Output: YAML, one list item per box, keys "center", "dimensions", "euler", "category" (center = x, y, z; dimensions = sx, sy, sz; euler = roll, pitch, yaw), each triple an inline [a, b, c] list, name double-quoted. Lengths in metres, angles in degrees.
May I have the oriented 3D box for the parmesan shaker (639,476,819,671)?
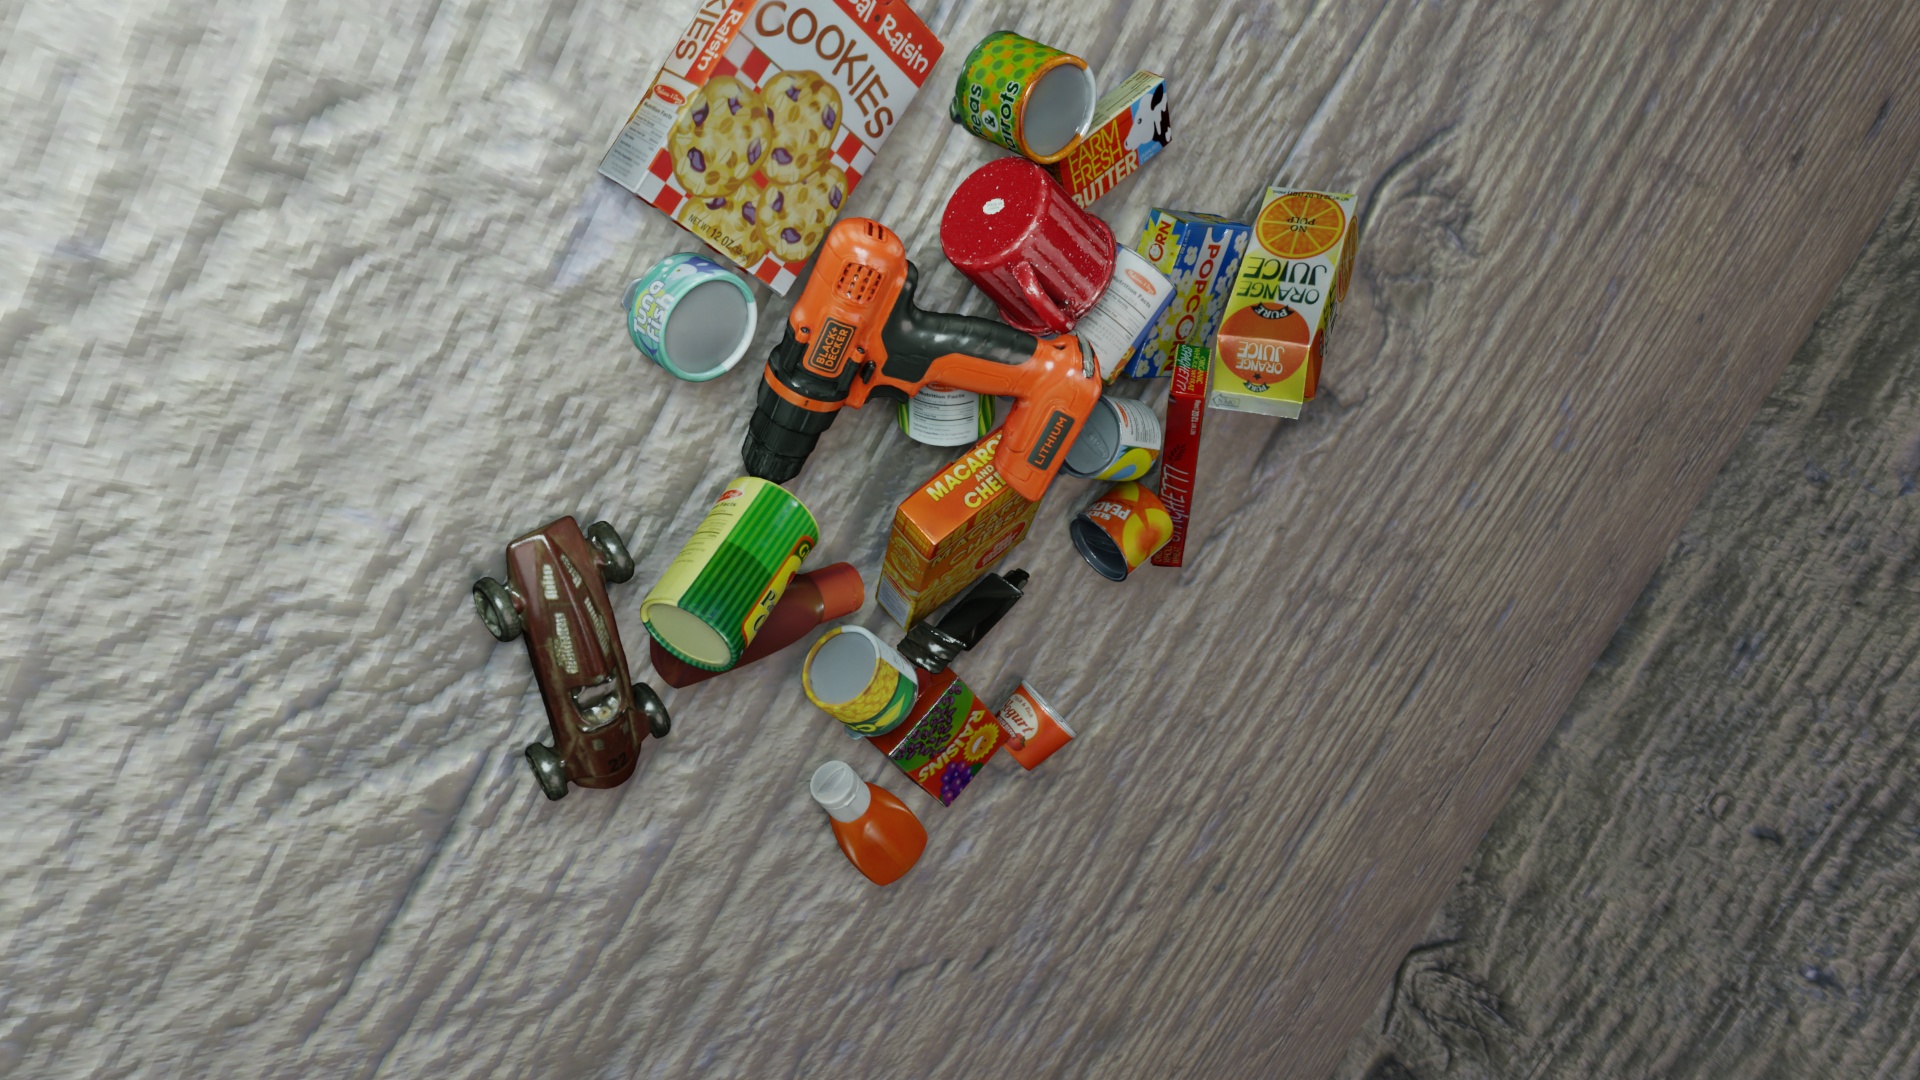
- center: [-0.140, 0.021, 0.840]
  dimensions: [0.103, 0.071, 0.071]
  euler: [-60, 152, -35]
  category: "parmesan shaker"

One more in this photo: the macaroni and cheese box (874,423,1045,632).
- center: [0.003, -0.012, 0.971]
  dimensions: [0.124, 0.040, 0.165]
  euler: [-38, 167, -22]
  category: "macaroni and cheese box"

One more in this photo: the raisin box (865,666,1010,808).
- center: [-0.019, 0.158, 1.138]
  dimensions: [0.086, 0.040, 0.123]
  euler: [-49, 143, -9]
  category: "raisin box"

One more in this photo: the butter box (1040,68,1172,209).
- center: [0.099, -0.268, 0.940]
  dimensions: [0.104, 0.024, 0.053]
  euler: [-41, 141, -18]
  category: "butter box"

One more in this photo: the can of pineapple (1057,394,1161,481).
- center: [0.111, -0.079, 1.073]
  dimensions: [0.058, 0.071, 0.070]
  euler: [2, 117, -49]
  category: "can of pineapple"

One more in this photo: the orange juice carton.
- center: [0.253, -0.178, 1.083]
  dimensions: [0.072, 0.072, 0.193]
  euler: [62, 45, -57]
  category: "orange juice carton"

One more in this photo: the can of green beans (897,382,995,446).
- center: [-0.009, -0.104, 0.915]
  dimensions: [0.071, 0.071, 0.057]
  euler: [-28, 138, -31]
  category: "can of green beans"

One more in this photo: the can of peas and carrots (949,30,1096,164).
- center: [0.038, -0.268, 0.843]
  dimensions: [0.071, 0.059, 0.070]
  euler: [-29, 136, -31]
  category: "can of peas and carrots"

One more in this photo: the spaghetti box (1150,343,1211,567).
- center: [0.179, -0.062, 1.138]
  dimensions: [0.248, 0.029, 0.050]
  euler: [83, 18, -57]
  category: "spaghetti box"

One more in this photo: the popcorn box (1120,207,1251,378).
- center: [0.165, -0.188, 1.068]
  dimensions: [0.085, 0.038, 0.126]
  euler: [-7, 124, -44]
  category: "popcorn box"

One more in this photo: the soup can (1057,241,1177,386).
- center: [0.104, -0.163, 0.999]
  dimensions: [0.084, 0.071, 0.071]
  euler: [-54, 144, 1]
  category: "soup can"

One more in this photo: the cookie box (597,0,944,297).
- center: [-0.095, -0.231, 0.737]
  dimensions: [0.167, 0.040, 0.123]
  euler: [-57, 144, 3]
  category: "cookie box"

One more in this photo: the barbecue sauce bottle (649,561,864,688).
- center: [-0.131, 0.049, 0.920]
  dimensions: [0.149, 0.044, 0.064]
  euler: [-17, 135, -41]
  category: "barbecue sauce bottle"

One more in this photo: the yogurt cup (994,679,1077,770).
- center: [0.060, 0.163, 1.212]
  dimensions: [0.054, 0.072, 0.072]
  euler: [-44, 144, -1]
  category: "yogurt cup"

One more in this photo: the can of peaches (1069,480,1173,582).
- center: [0.133, -0.011, 1.152]
  dimensions: [0.058, 0.071, 0.071]
  euler: [-38, 141, -21]
  category: "can of peaches"

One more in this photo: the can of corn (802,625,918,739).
- center: [-0.074, 0.104, 1.007]
  dimensions: [0.071, 0.071, 0.058]
  euler: [-51, 143, -5]
  category: "can of corn"

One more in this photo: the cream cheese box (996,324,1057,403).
- center: [0.053, -0.146, 0.947]
  dimensions: [0.104, 0.024, 0.053]
  euler: [-63, -170, -9]
  category: "cream cheese box"

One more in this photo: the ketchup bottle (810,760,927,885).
- center: [-0.076, 0.226, 1.123]
  dimensions: [0.065, 0.043, 0.148]
  euler: [-46, 143, -13]
  category: "ketchup bottle"

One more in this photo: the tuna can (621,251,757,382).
- center: [-0.149, -0.124, 0.768]
  dimensions: [0.071, 0.033, 0.070]
  euler: [-30, 138, -31]
  category: "tuna can"
